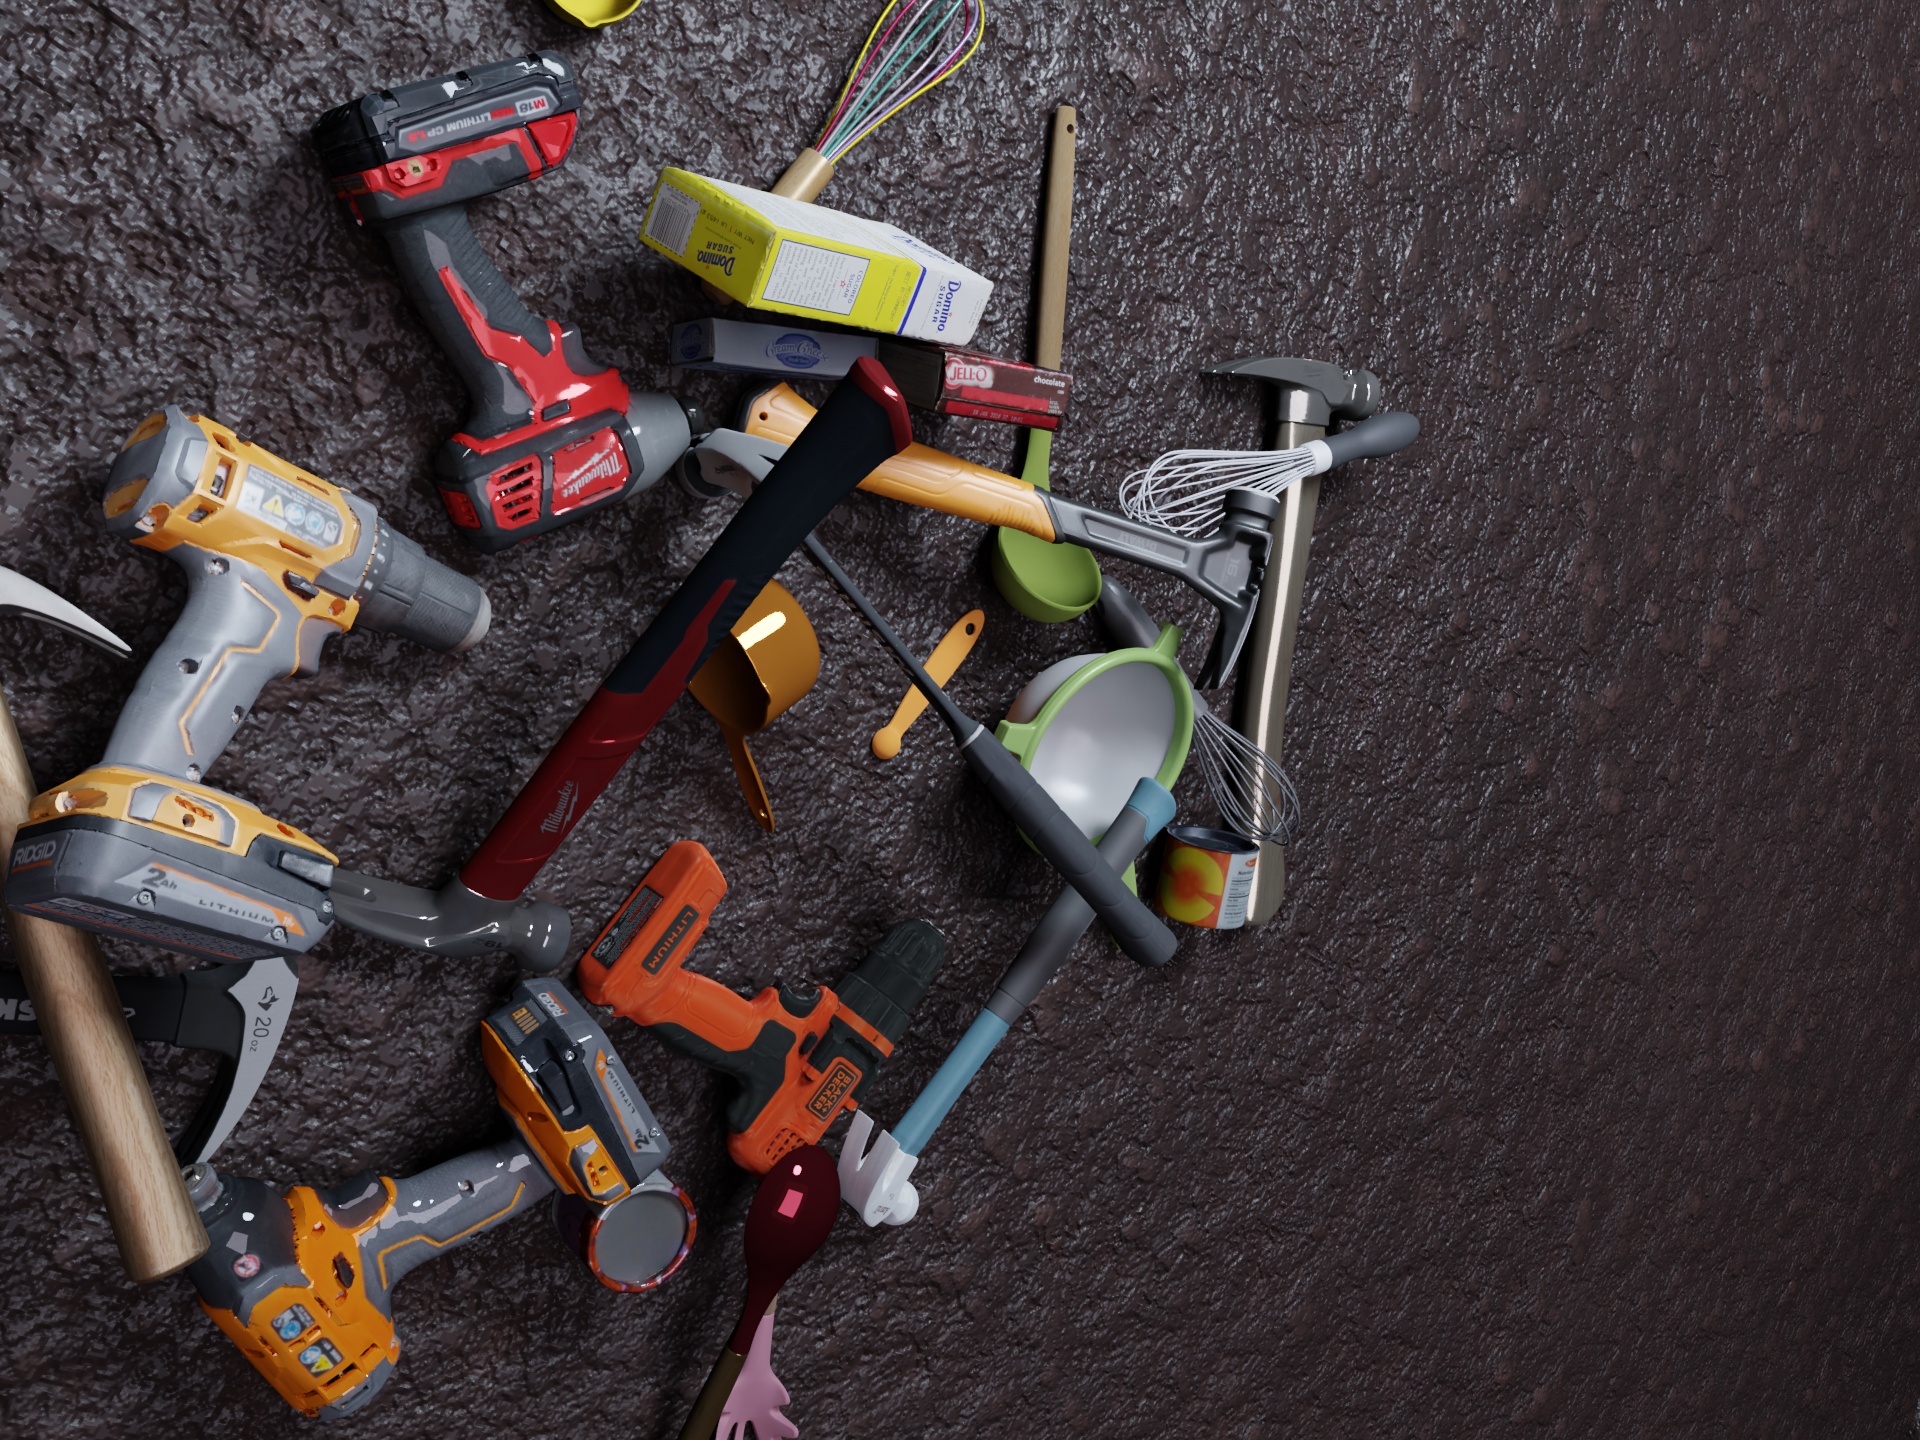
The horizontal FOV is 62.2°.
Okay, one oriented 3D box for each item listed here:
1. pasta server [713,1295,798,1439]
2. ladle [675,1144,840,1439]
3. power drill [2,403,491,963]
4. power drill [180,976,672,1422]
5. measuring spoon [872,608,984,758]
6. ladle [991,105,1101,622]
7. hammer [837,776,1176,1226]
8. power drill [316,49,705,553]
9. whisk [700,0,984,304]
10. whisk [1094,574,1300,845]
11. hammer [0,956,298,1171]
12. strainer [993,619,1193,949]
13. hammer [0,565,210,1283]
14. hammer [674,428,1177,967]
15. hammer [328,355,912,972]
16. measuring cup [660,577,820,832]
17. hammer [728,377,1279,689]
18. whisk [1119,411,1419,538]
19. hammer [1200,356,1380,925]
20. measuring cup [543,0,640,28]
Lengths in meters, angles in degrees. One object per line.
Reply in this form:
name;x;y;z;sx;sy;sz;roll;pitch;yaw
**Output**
pasta server;-0.117;0.346;0.993;0.060;0.040;0.316;6;94;-30
ladle;-0.145;0.394;0.950;0.069;0.031;0.315;13;106;-46
power drill;-0.312;-0.007;0.728;0.185;0.084;0.226;30;58;-46
power drill;-0.280;0.236;0.822;0.226;0.084;0.164;-35;126;-22
measuring spoon;-0.017;-0.024;1.005;0.021;0.011;0.117;44;74;-33
ladle;0.062;-0.222;0.996;0.078;0.062;0.320;0;96;-37
hammer;0.032;0.176;1.010;0.331;0.033;0.128;-53;155;-7
power drill;-0.216;-0.207;0.794;0.143;0.079;0.219;-28;117;-28
whisk;-0.064;-0.329;0.896;0.245;0.051;0.047;-54;129;-10
whisk;0.161;-0.005;1.095;0.055;0.055;0.238;-44;108;-20
hammer;-0.474;0.127;0.702;0.334;0.035;0.146;11;92;-36
strainer;0.085;0.052;1.070;0.151;0.069;0.256;-32;133;-23
hammer;-0.402;0.089;0.705;0.130;0.031;0.331;-21;98;-34
hammer;-0.001;-0.003;0.897;0.036;0.149;0.408;-46;112;-13
hammer;-0.164;-0.024;0.769;0.143;0.038;0.386;24;116;-39
measuring cup;-0.113;-0.011;0.910;0.052;0.095;0.173;-40;138;-30
hammer;0.026;-0.121;0.938;0.336;0.034;0.127;16;87;-17
whisk;0.215;-0.169;1.075;0.284;0.070;0.070;-21;111;-32
hammer;0.219;-0.053;1.150;0.146;0.038;0.410;-1;100;-33
measuring cup;-0.233;-0.380;0.783;0.156;0.029;0.062;1;99;-23
